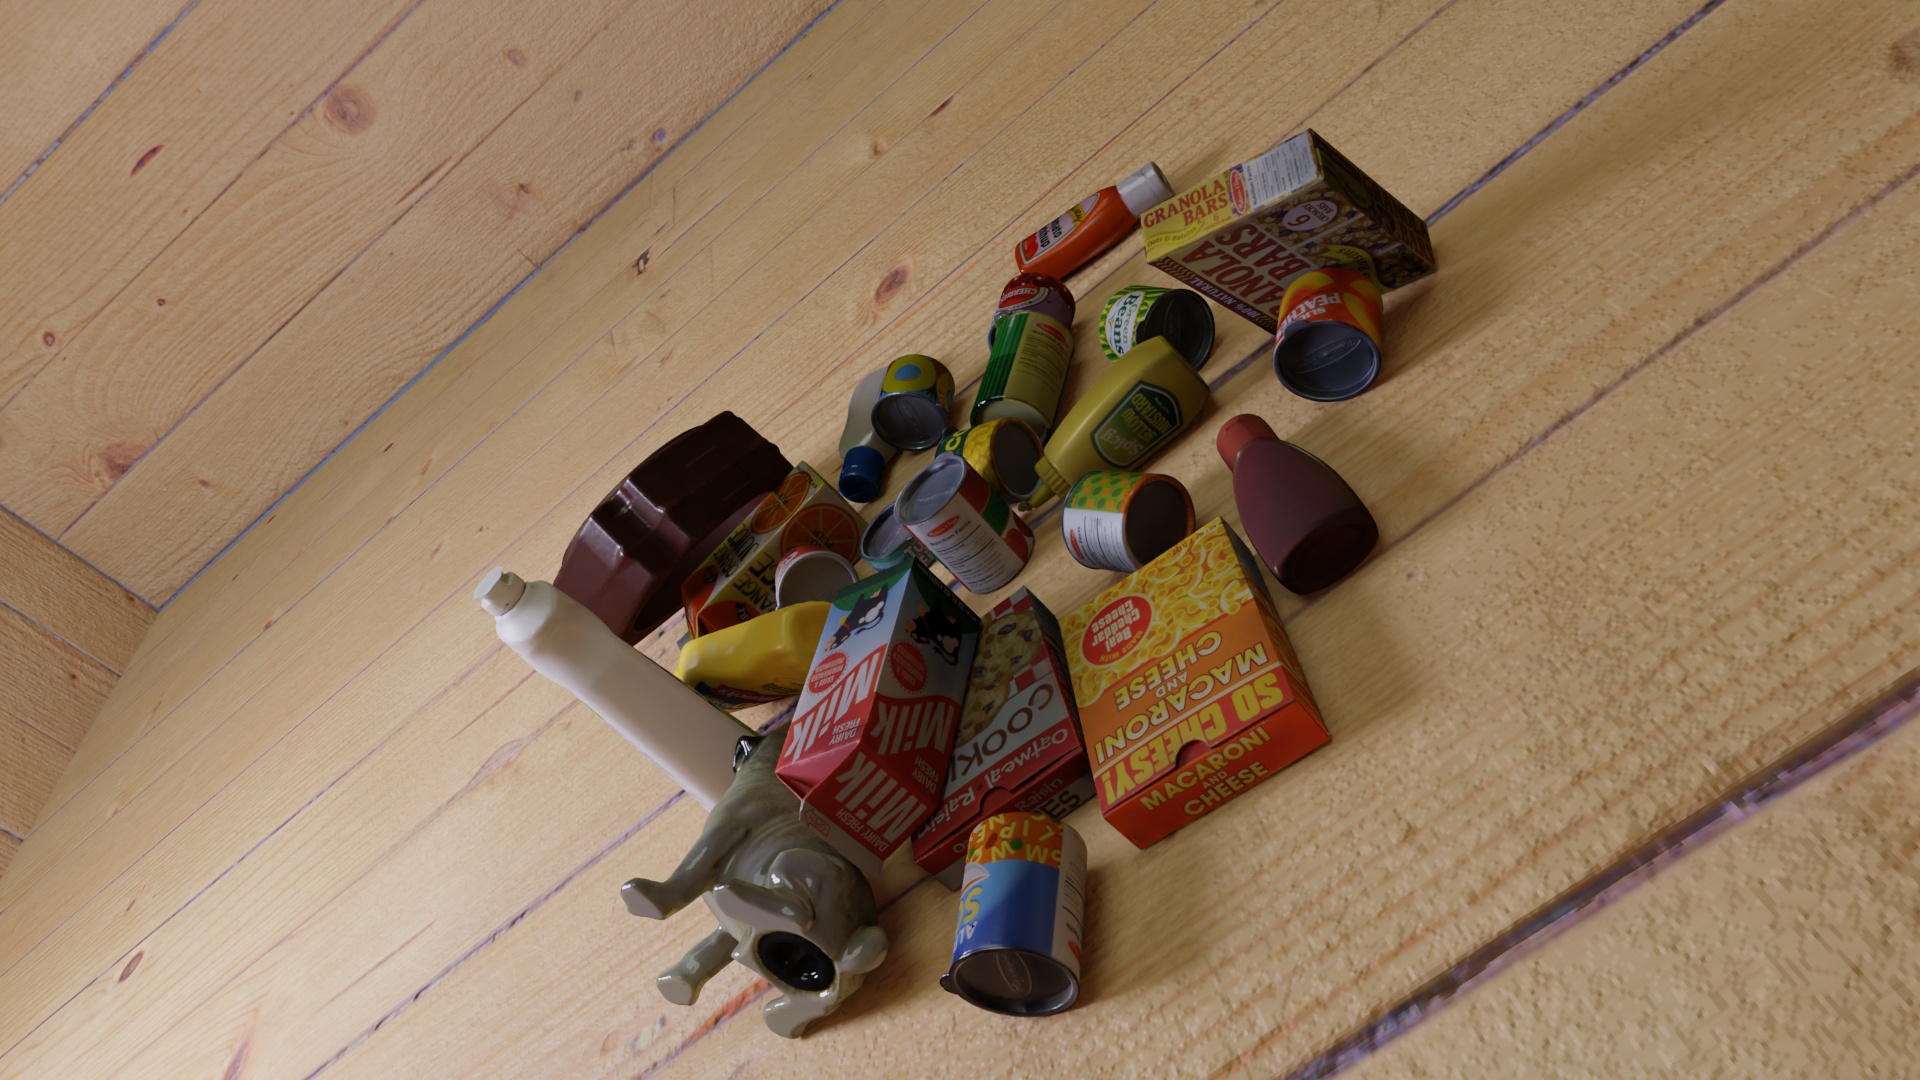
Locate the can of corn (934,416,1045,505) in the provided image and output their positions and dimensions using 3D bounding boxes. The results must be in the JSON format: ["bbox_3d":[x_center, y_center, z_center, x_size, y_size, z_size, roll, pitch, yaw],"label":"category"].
[{"bbox_3d":[0.022,-0.059,1.058,0.058,0.071,0.071,-13,42,42],"label":"can of corn"}]

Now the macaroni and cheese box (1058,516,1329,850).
[{"bbox_3d":[0.125,0.076,0.788,0.123,0.040,0.167,-35,30,18],"label":"macaroni and cheese box"}]

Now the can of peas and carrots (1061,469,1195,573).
[{"bbox_3d":[0.110,-0.013,0.895,0.058,0.071,0.071,7,57,54],"label":"can of peas and carrots"}]

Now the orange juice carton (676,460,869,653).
[{"bbox_3d":[-0.168,0.031,1.177,0.193,0.073,0.072,-46,29,-2],"label":"orange juice carton"}]

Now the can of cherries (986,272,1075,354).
[{"bbox_3d":[0.059,-0.185,1.170,0.071,0.071,0.059,-21,37,36],"label":"can of cherries"}]

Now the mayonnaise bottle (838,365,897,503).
[{"bbox_3d":[-0.081,-0.096,1.265,0.064,0.041,0.149,-27,35,31],"label":"mayonnaise bottle"}]

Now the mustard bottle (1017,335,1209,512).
[{"bbox_3d":[0.102,-0.071,0.986,0.160,0.065,0.049,-44,23,12],"label":"mustard bottle"}]

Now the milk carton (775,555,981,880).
[{"bbox_3d":[-0.051,0.109,0.851,0.073,0.072,0.191,-24,35,34],"label":"milk carton"}]

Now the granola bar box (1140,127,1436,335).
[{"bbox_3d":[0.214,-0.192,0.897,0.124,0.165,0.039,-20,67,37],"label":"granola bar box"}]

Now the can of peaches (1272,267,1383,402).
[{"bbox_3d":[0.234,-0.133,0.887,0.071,0.071,0.058,-21,36,36],"label":"can of peaches"}]

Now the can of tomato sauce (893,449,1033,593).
[{"bbox_3d":[0.004,-0.013,1.008,0.071,0.083,0.071,-31,32,22],"label":"can of tomato sauce"}]

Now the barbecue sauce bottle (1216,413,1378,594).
[{"bbox_3d":[0.193,-0.030,0.835,0.065,0.043,0.149,-37,29,12],"label":"barbecue sauce bottle"}]

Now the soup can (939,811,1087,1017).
[{"bbox_3d":[0.029,0.195,0.727,0.071,0.071,0.084,-27,33,29],"label":"soup can"}]

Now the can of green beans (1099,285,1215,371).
[{"bbox_3d":[0.145,-0.155,1.031,0.071,0.071,0.058,-50,29,-10],"label":"can of green beans"}]

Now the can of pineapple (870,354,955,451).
[{"bbox_3d":[-0.039,-0.121,1.220,0.071,0.071,0.058,-25,35,31],"label":"can of pineapple"}]

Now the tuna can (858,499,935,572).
[{"bbox_3d":[-0.044,-0.001,1.104,0.071,0.032,0.071,-31,32,22],"label":"tuna can"}]

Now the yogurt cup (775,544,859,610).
[{"bbox_3d":[-0.119,0.036,1.122,0.072,0.072,0.054,-46,21,-2],"label":"yogurt cup"}]

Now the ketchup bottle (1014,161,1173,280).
[{"bbox_3d":[0.120,-0.284,1.250,0.148,0.043,0.065,-31,32,22],"label":"ketchup bottle"}]

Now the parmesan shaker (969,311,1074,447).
[{"bbox_3d":[0.047,-0.126,1.111,0.071,0.071,0.103,-20,38,37],"label":"parmesan shaker"}]

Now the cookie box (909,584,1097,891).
[{"bbox_3d":[0.018,0.118,0.867,0.123,0.040,0.168,-37,30,13],"label":"cookie box"}]
